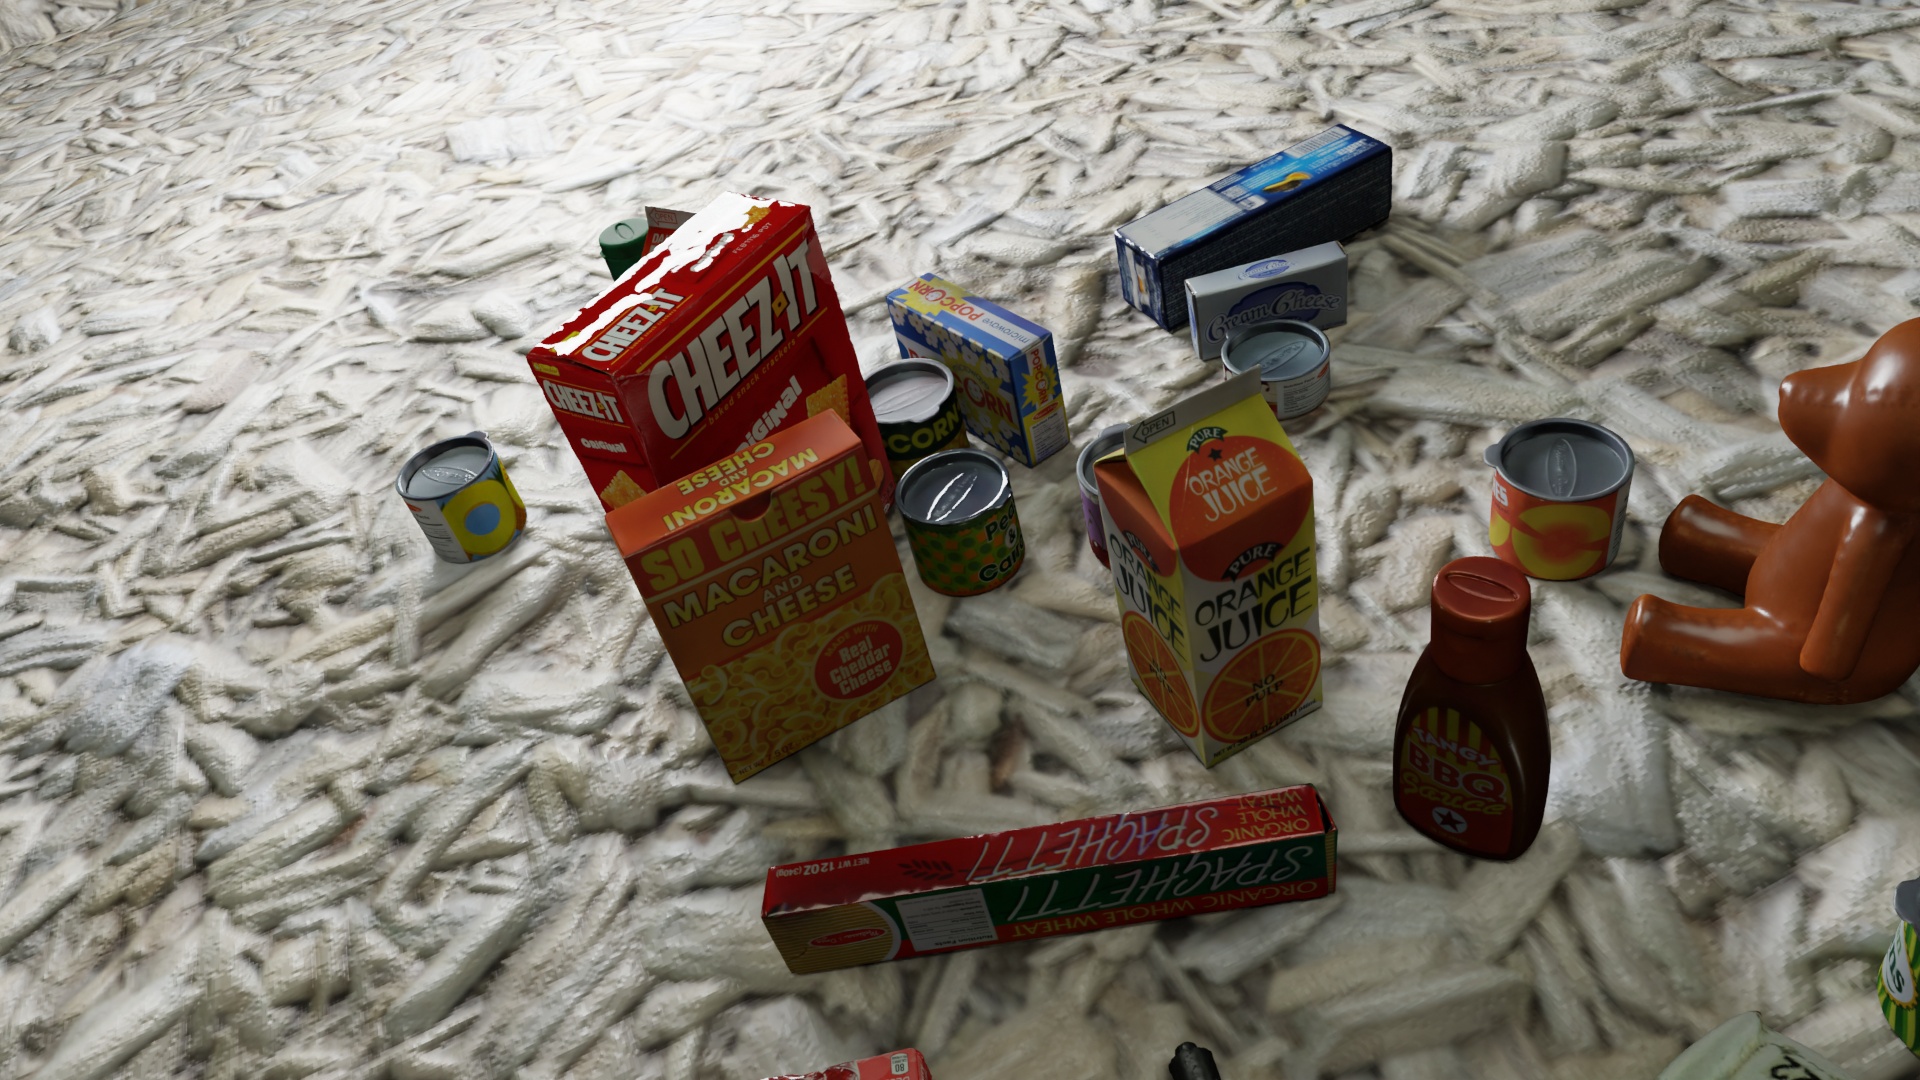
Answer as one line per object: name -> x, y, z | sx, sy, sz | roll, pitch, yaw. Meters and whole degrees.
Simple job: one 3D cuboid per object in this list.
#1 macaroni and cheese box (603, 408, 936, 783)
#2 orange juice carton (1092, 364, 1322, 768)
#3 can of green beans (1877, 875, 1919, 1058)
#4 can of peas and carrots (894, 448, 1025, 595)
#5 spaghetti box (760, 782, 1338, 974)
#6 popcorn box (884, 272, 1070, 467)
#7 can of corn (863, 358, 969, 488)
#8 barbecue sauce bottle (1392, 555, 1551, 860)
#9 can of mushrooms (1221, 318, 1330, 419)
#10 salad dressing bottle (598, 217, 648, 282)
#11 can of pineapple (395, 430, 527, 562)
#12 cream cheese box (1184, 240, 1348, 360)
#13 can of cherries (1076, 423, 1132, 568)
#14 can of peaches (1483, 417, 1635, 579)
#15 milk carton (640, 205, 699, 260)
macaroni and cheese box -> -0.089, 0.032, 0.699 | 0.124, 0.165, 0.040 | -27, 42, -14
orange juice carton -> 0.116, 0.009, 0.645 | 0.072, 0.191, 0.073 | -26, 42, -12
can of green beans -> 0.377, 0.157, 0.505 | 0.071, 0.057, 0.071 | -8, 41, 8
can of peas and carrots -> 0.003, -0.010, 0.800 | 0.071, 0.058, 0.071 | -8, 41, 8
spaghetti box -> 0.039, 0.151, 0.616 | 0.250, 0.050, 0.029 | -10, 41, 5
popcorn box -> 0.011, -0.111, 0.890 | 0.038, 0.084, 0.127 | -35, 45, -22
can of corn -> -0.030, -0.071, 0.879 | 0.071, 0.058, 0.071 | -8, 41, 8
barbecue sauce bottle -> 0.214, 0.071, 0.580 | 0.065, 0.147, 0.044 | 21, 53, 34
can of mushrooms -> 0.197, -0.109, 0.872 | 0.071, 0.033, 0.071 | -8, 41, 7
salad dressing bottle -> -0.203, -0.146, 0.945 | 0.044, 0.147, 0.064 | -27, 42, -14
can of pineapple -> -0.327, -0.029, 0.919 | 0.071, 0.057, 0.071 | -8, 41, 8
cream cheese box -> 0.201, -0.156, 0.909 | 0.104, 0.053, 0.024 | -14, 41, 1
can of cherries -> 0.102, -0.024, 0.788 | 0.071, 0.058, 0.072 | -8, 41, 8
can of peaches -> 0.309, -0.022, 0.724 | 0.071, 0.057, 0.071 | -8, 41, 8
milk carton -> -0.139, -0.122, 0.867 | 0.072, 0.189, 0.074 | 13, 48, 28
